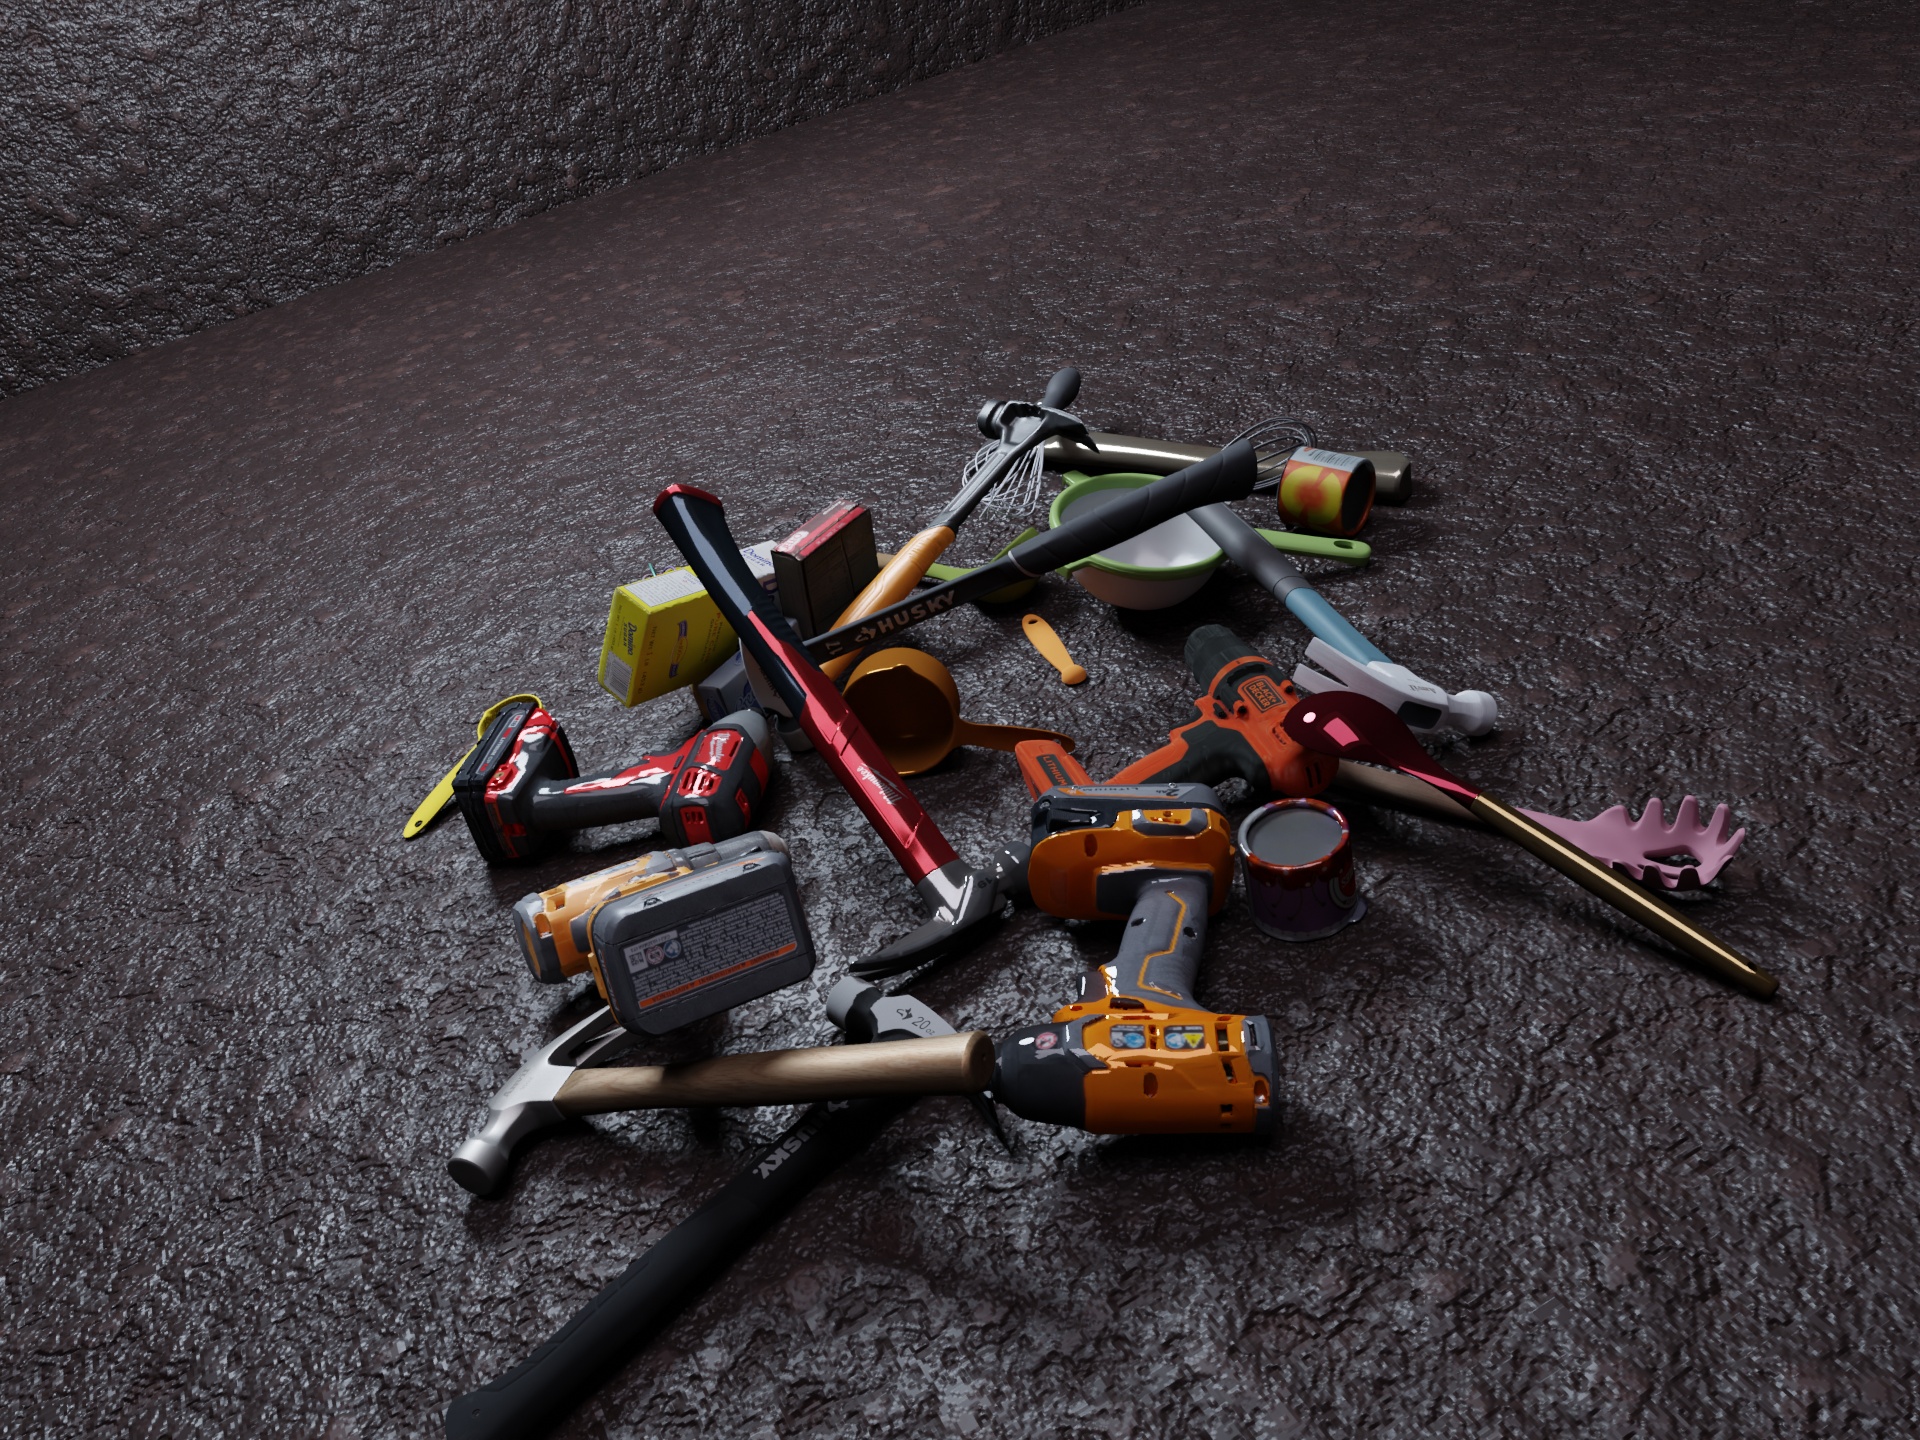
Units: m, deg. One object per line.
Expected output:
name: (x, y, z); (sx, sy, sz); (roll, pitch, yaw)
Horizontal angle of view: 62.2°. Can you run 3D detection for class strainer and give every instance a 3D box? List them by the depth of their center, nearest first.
strainer: (0.196, -0.128, 1.279); (0.256, 0.069, 0.152); (7, 38, 1)

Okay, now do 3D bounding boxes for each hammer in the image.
hammer: (-0.122, 0.266, 0.834); (0.146, 0.035, 0.335); (20, 47, 42)
hammer: (-0.129, 0.198, 0.878); (0.331, 0.031, 0.130); (-11, 28, 29)
hammer: (-0.111, -0.007, 1.055); (0.143, 0.038, 0.387); (-27, 67, -24)
hammer: (0.239, -0.093, 1.142); (0.128, 0.033, 0.331); (6, 31, -29)
hammer: (0.027, -0.112, 1.171); (0.409, 0.149, 0.036); (-23, 39, 4)
hammer: (-0.030, -0.130, 1.284); (0.337, 0.034, 0.127); (-50, 41, -14)
hammer: (0.202, -0.230, 1.437); (0.411, 0.038, 0.146); (13, 44, 35)

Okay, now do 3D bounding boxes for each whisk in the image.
whisk: (0.189, -0.193, 1.352); (0.239, 0.055, 0.055); (-24, 32, 9)
whisk: (-0.236, -0.073, 1.370); (0.047, 0.051, 0.245); (-16, 36, -13)
whisk: (0.068, -0.260, 1.459); (0.070, 0.070, 0.285); (0, 34, 22)

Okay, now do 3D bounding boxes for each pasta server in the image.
pasta server: (0.315, 0.048, 0.983); (0.316, 0.040, 0.060); (16, 50, 40)

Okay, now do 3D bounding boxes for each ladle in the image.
ladle: (0.318, 0.062, 0.913); (0.069, 0.031, 0.316); (-26, 49, -35)
ladle: (-0.061, -0.148, 1.401); (0.320, 0.062, 0.078); (11, 39, 37)

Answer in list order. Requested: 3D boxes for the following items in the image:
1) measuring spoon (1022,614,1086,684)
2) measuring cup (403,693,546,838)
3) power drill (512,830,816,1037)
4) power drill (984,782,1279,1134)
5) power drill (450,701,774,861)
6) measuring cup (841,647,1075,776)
measuring spoon: (0.072, -0.060, 1.258); (0.021, 0.011, 0.117); (-20, 34, -8)
measuring cup: (-0.389, 0.043, 1.283); (0.062, 0.029, 0.156); (12, 54, 35)
power drill: (-0.163, 0.117, 0.979); (0.185, 0.084, 0.226); (-18, 8, -26)
power drill: (0.085, 0.134, 0.894); (0.164, 0.084, 0.227); (-1, 37, 3)
power drill: (-0.248, 0.040, 1.181); (0.219, 0.078, 0.143); (-2, 36, 14)
measuring cup: (-0.002, -0.004, 1.159); (0.173, 0.095, 0.052); (8, 28, 0)
